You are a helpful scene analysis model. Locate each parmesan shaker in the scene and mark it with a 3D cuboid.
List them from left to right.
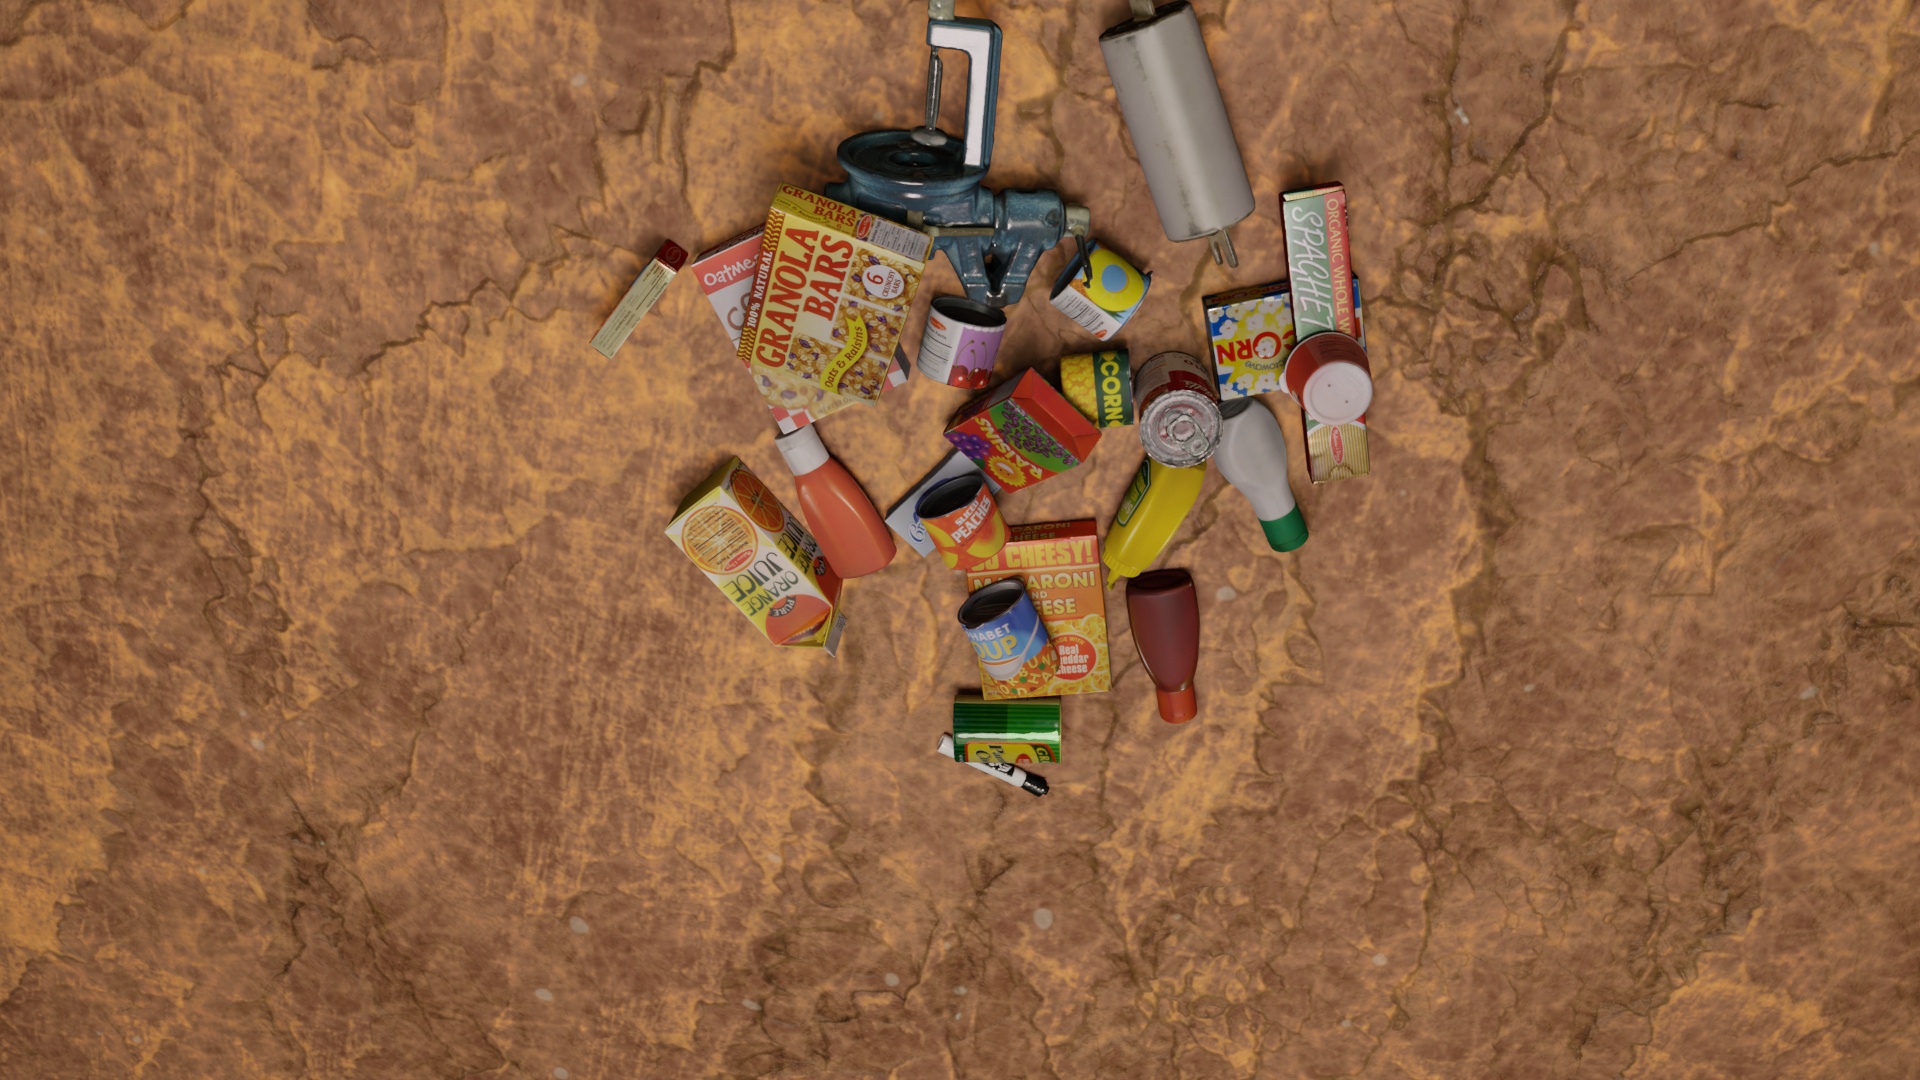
[{"bbox_3d":[0.046,0.183,1.342,0.103,0.071,0.071,0,116,4],"label":"parmesan shaker"}]

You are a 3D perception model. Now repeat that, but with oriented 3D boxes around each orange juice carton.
[{"bbox_3d":[-0.173,0.024,1.273,0.073,0.072,0.192,-36,109,19],"label":"orange juice carton"}]

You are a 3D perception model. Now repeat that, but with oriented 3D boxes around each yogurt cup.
[{"bbox_3d":[0.295,-0.126,1.104,0.072,0.054,0.072,1,116,3],"label":"yogurt cup"}]

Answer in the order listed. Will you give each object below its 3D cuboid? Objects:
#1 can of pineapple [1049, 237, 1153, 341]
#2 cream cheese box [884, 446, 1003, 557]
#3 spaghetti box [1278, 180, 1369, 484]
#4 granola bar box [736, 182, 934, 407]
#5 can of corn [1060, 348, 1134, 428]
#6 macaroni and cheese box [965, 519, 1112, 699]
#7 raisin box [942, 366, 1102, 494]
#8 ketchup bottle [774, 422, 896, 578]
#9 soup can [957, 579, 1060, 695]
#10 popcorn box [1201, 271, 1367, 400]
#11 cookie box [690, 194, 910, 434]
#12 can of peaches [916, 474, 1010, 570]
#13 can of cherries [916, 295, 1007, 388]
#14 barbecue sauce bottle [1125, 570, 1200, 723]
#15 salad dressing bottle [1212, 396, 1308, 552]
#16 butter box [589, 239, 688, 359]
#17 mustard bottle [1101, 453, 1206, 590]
[{"bbox_3d":[0.116,-0.209,1.147,0.058,0.071,0.070,34,113,-12],"label":"can of pineapple"},{"bbox_3d":[-0.016,-0.037,1.260,0.053,0.024,0.103,42,111,-14],"label":"cream cheese box"},{"bbox_3d":[0.297,-0.166,1.132,0.050,0.029,0.249,-9,115,8],"label":"spaghetti box"},{"bbox_3d":[-0.102,-0.192,1.101,0.124,0.039,0.164,19,140,-5],"label":"granola bar box"},{"bbox_3d":[0.117,-0.128,1.182,0.058,0.071,0.071,-5,116,7],"label":"can of corn"},{"bbox_3d":[0.073,0.065,1.296,0.124,0.040,0.165,-5,116,6],"label":"macaroni and cheese box"},{"bbox_3d":[0.050,-0.092,1.183,0.086,0.040,0.123,40,154,-15],"label":"raisin box"},{"bbox_3d":[-0.117,-0.037,1.254,0.064,0.044,0.148,-14,115,32],"label":"ketchup bottle"},{"bbox_3d":[0.043,0.089,1.246,0.071,0.072,0.083,-22,113,14],"label":"soup can"},{"bbox_3d":[0.273,-0.173,1.169,0.127,0.038,0.085,-10,116,8],"label":"popcorn box"},{"bbox_3d":[-0.134,-0.191,1.185,0.123,0.040,0.167,-22,114,14],"label":"cookie box"},{"bbox_3d":[0.004,-0.015,1.215,0.071,0.071,0.058,-22,115,14],"label":"can of peaches"},{"bbox_3d":[0.003,-0.167,1.174,0.071,0.072,0.058,14,116,-3],"label":"can of cherries"},{"bbox_3d":[0.196,0.102,1.304,0.065,0.044,0.148,-9,116,8],"label":"barbecue sauce bottle"},{"bbox_3d":[0.264,-0.056,1.220,0.064,0.044,0.147,-38,117,-17],"label":"salad dressing bottle"},{"bbox_3d":[-0.273,-0.205,1.179,0.024,0.053,0.103,37,113,-17],"label":"butter box"},{"bbox_3d":[0.164,-0.016,1.239,0.049,0.065,0.159,20,119,-11],"label":"mustard bottle"}]
